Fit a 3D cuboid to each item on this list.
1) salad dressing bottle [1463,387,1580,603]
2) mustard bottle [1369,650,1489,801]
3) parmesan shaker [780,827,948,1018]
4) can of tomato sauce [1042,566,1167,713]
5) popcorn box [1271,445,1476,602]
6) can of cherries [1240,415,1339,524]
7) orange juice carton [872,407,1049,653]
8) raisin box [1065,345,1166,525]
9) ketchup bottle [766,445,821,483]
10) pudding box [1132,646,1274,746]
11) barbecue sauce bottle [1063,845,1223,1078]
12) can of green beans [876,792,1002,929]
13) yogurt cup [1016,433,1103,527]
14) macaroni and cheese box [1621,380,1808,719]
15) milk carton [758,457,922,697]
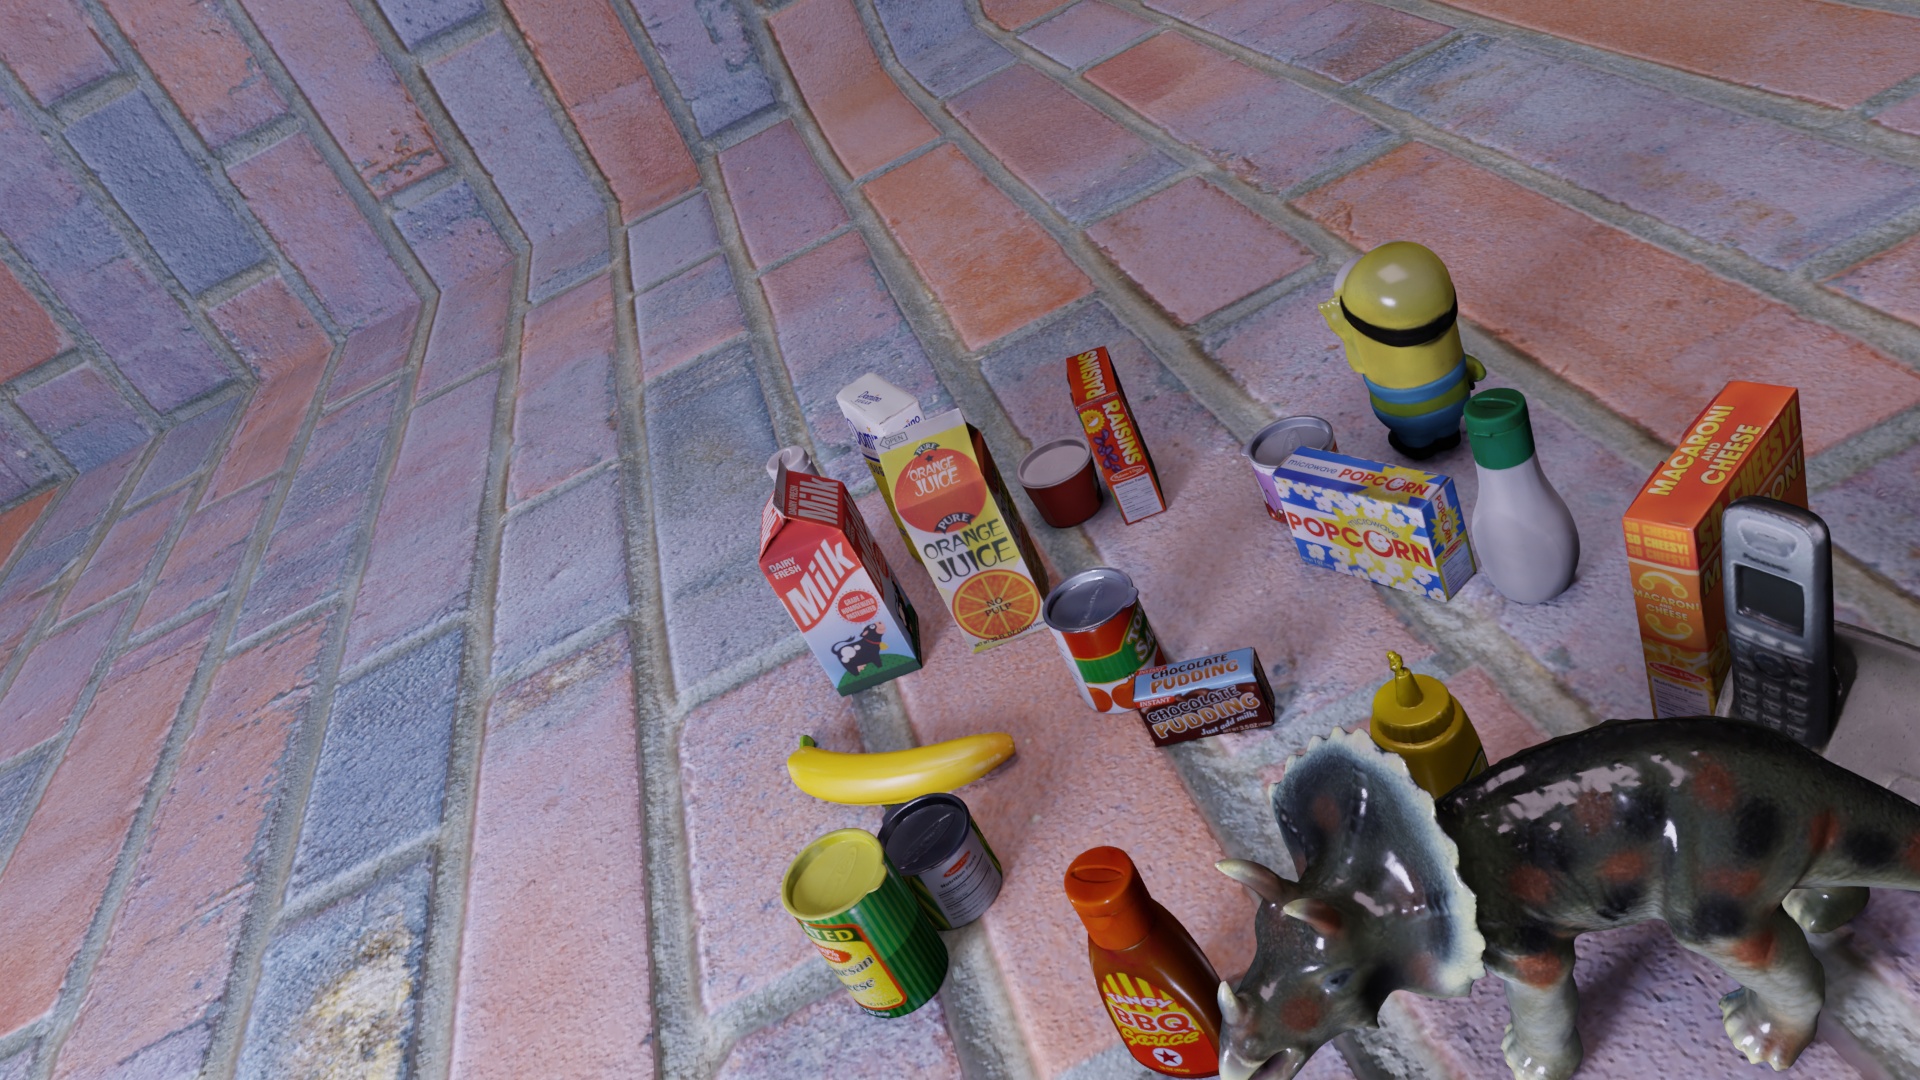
[{"bbox_3d":[0.352,-0.027,0.880,0.064,0.147,0.044,14,50,47],"label":"salad dressing bottle"},{"bbox_3d":[0.248,0.119,0.733,0.049,0.159,0.065,5,44,41],"label":"mustard bottle"},{"bbox_3d":[-0.054,0.233,0.840,0.071,0.102,0.072,-19,33,13],"label":"parmesan shaker"},{"bbox_3d":[0.105,0.070,0.978,0.071,0.082,0.071,-19,33,13],"label":"can of tomato sauce"},{"bbox_3d":[0.286,-0.013,0.967,0.038,0.085,0.127,-42,35,-23],"label":"popcorn box"},{"bbox_3d":[0.258,-0.054,1.070,0.071,0.058,0.072,-19,33,13],"label":"can of cherries"},{"bbox_3d":[0.004,-0.013,1.068,0.072,0.192,0.073,-20,32,10],"label":"orange juice carton"},{"bbox_3d":[0.128,-0.087,1.150,0.040,0.123,0.086,-20,32,12],"label":"raisin box"},{"bbox_3d":[-0.117,-0.014,1.197,0.043,0.148,0.065,-21,32,10],"label":"ketchup bottle"},{"bbox_3d":[0.161,0.104,0.921,0.083,0.049,0.030,-14,34,20],"label":"pudding box"},{"bbox_3d":[0.095,0.217,0.713,0.065,0.148,0.044,-5,38,31],"label":"barbecue sauce bottle"},{"bbox_3d":[-0.013,0.206,0.893,0.071,0.057,0.071,-19,33,13],"label":"can of green beans"},{"bbox_3d":[0.088,-0.048,1.188,0.072,0.053,0.073,-19,33,13],"label":"yogurt cup"},{"bbox_3d":[0.415,0.016,0.755,0.124,0.165,0.040,-43,35,-24],"label":"macaroni and cheese box"},{"bbox_3d":[-0.102,0.025,1.090,0.073,0.189,0.073,-21,32,9],"label":"milk carton"}]
